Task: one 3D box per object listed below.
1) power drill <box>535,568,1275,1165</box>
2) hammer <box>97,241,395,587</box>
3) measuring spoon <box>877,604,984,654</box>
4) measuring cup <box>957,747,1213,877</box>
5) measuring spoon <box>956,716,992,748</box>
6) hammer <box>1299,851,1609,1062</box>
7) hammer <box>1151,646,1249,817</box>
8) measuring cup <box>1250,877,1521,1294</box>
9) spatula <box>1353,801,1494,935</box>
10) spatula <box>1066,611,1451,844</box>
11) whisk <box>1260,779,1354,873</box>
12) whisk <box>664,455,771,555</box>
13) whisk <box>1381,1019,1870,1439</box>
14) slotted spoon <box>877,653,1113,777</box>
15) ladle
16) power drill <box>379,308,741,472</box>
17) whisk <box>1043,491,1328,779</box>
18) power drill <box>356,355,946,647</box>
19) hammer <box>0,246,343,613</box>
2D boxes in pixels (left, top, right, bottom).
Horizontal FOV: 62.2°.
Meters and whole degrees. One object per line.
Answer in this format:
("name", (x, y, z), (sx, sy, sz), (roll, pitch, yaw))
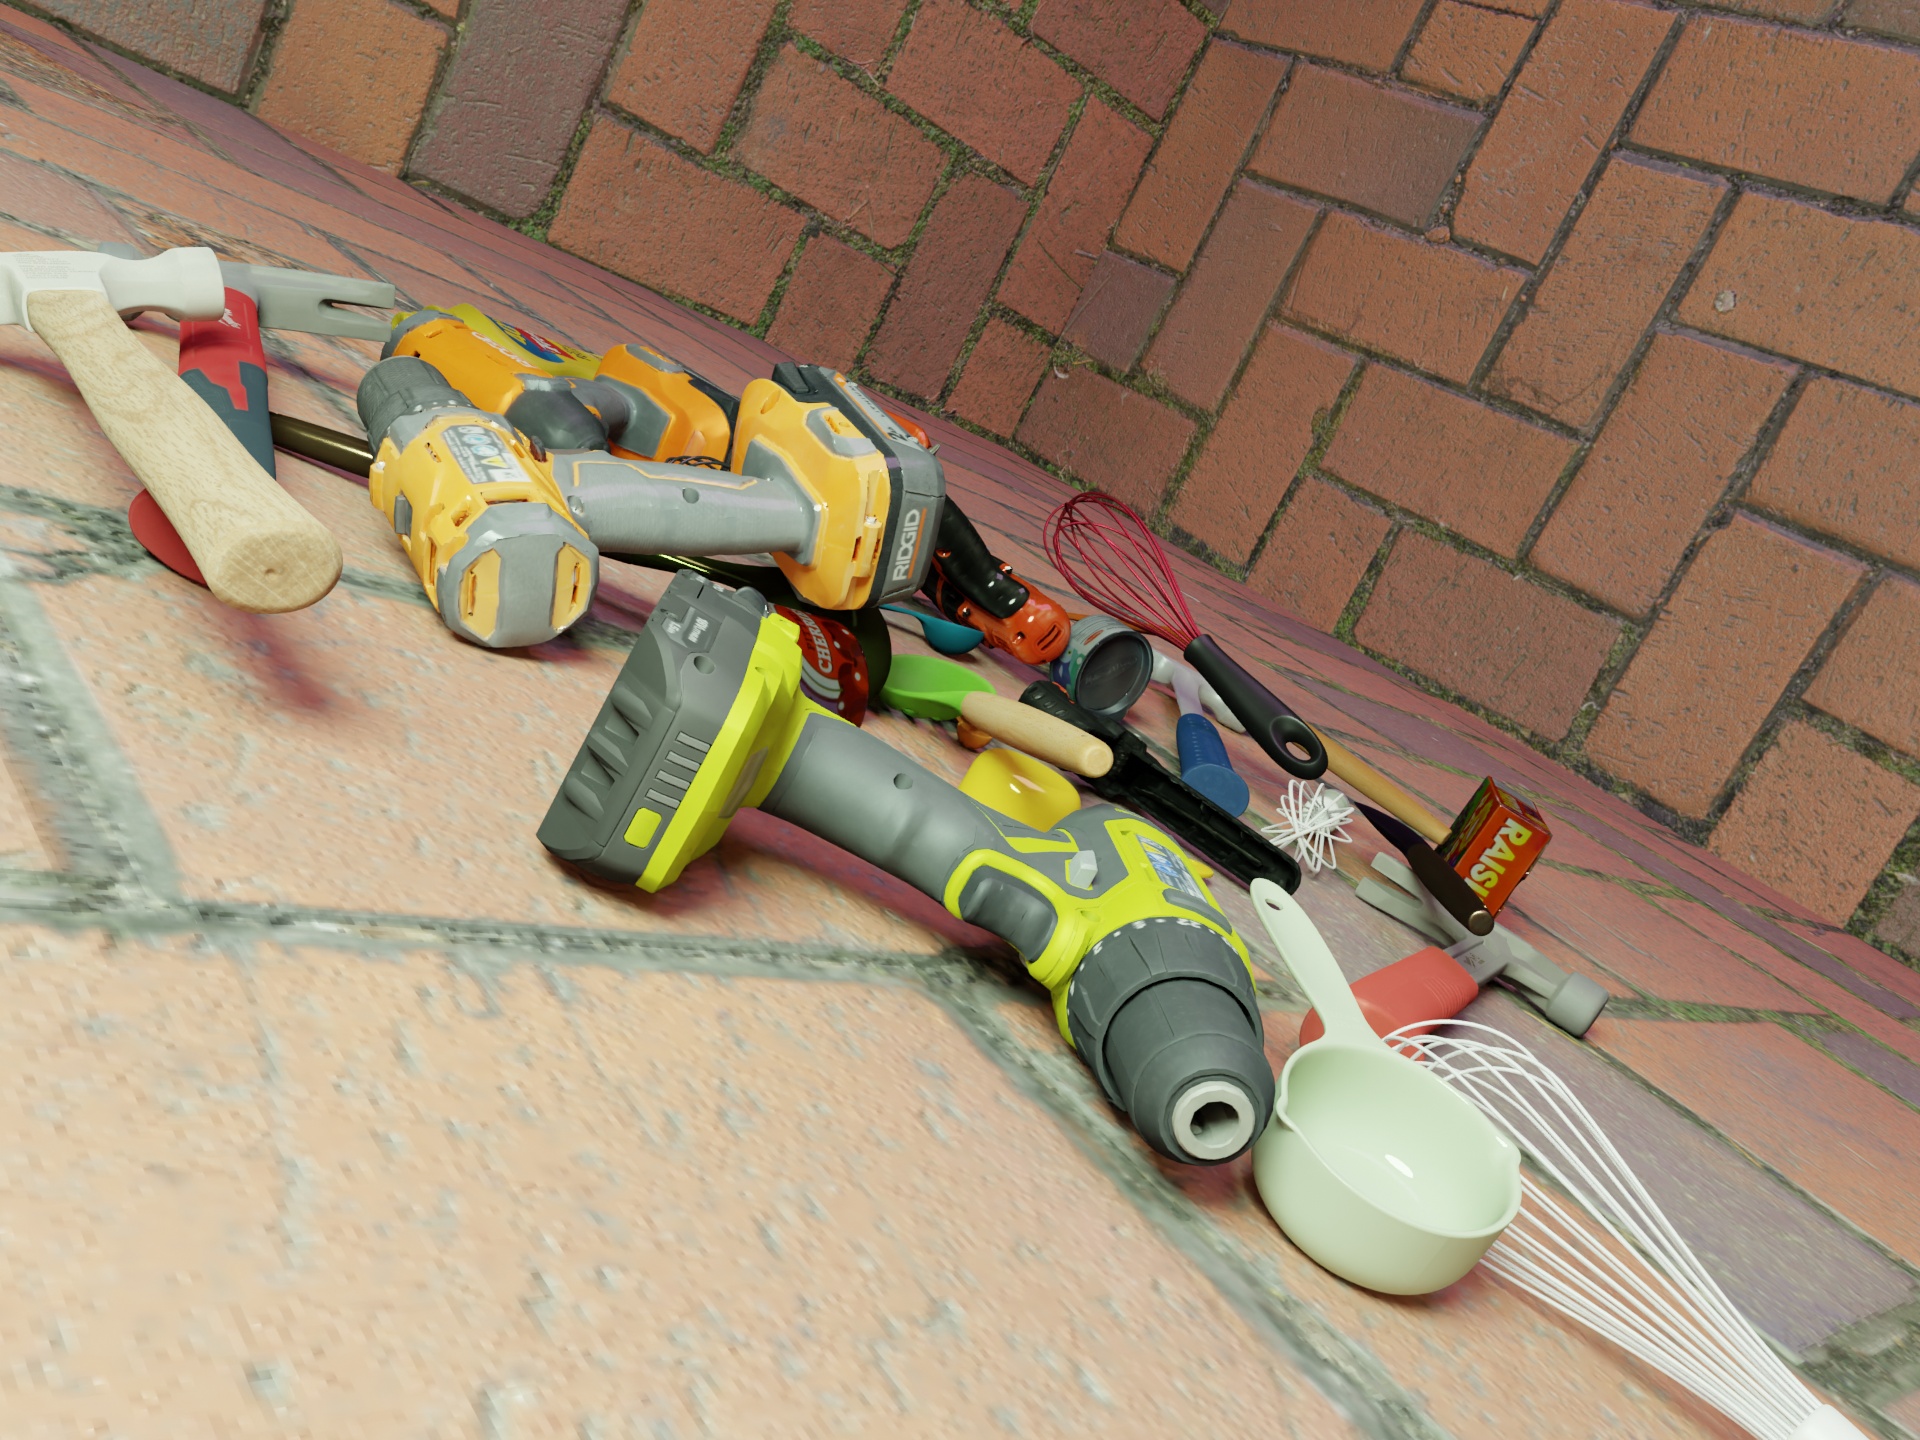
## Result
("power drill", (-0.009, 0.047, 0.503), (0.228, 0.080, 0.191), (28, 11, -10))
("hammer", (-0.302, -0.143, 0.688), (0.143, 0.038, 0.387), (1, 26, -26))
("measuring spoon", (-0.047, -0.064, 1.024), (0.128, 0.021, 0.042), (14, 3, -14))
("measuring cup", (0.069, 0.047, 0.763), (0.156, 0.029, 0.062), (17, 16, -32))
("measuring spoon", (-0.001, -0.003, 0.879), (0.021, 0.011, 0.117), (19, 10, -13))
("hammer", (0.220, 0.121, 0.767), (0.149, 0.036, 0.359), (33, 13, 25))
("hammer", (0.162, 0.001, 1.139), (0.144, 0.035, 0.405), (27, 12, -1))
("measuring cup", (0.117, 0.113, 0.514), (0.083, 0.038, 0.168), (13, 27, -16))
("spatula", (0.262, 0.080, 0.901), (0.060, 0.018, 0.316), (33, 8, 3))
("spatula", (0.203, -0.005, 1.119), (0.323, 0.041, 0.081), (39, 17, 27))
("whisk", (0.231, 0.062, 1.023), (0.058, 0.059, 0.246), (67, 16, 7))
("whisk", (-0.109, -0.113, 0.994), (0.055, 0.055, 0.238), (35, 8, 32))
("whisk", (0.227, 0.189, 0.470), (0.070, 0.070, 0.285), (14, 22, -47))
("slotted spoon", (0.011, -0.003, 0.718), (0.070, 0.031, 0.314), (6, 5, -14))
("ladle", (-0.183, -0.079, 0.756), (0.320, 0.062, 0.078), (18, 23, -7))
("power drill", (-0.222, -0.182, 0.987), (0.164, 0.084, 0.226), (33, 18, 20))
("whisk", (0.151, -0.063, 1.087), (0.073, 0.073, 0.296), (12, 32, -50))
("power drill", (-0.144, -0.110, 0.704), (0.226, 0.084, 0.186), (-9, 39, -33))
("hammer", (-0.282, -0.110, 0.538), (0.130, 0.031, 0.332), (-13, 33, -35))
